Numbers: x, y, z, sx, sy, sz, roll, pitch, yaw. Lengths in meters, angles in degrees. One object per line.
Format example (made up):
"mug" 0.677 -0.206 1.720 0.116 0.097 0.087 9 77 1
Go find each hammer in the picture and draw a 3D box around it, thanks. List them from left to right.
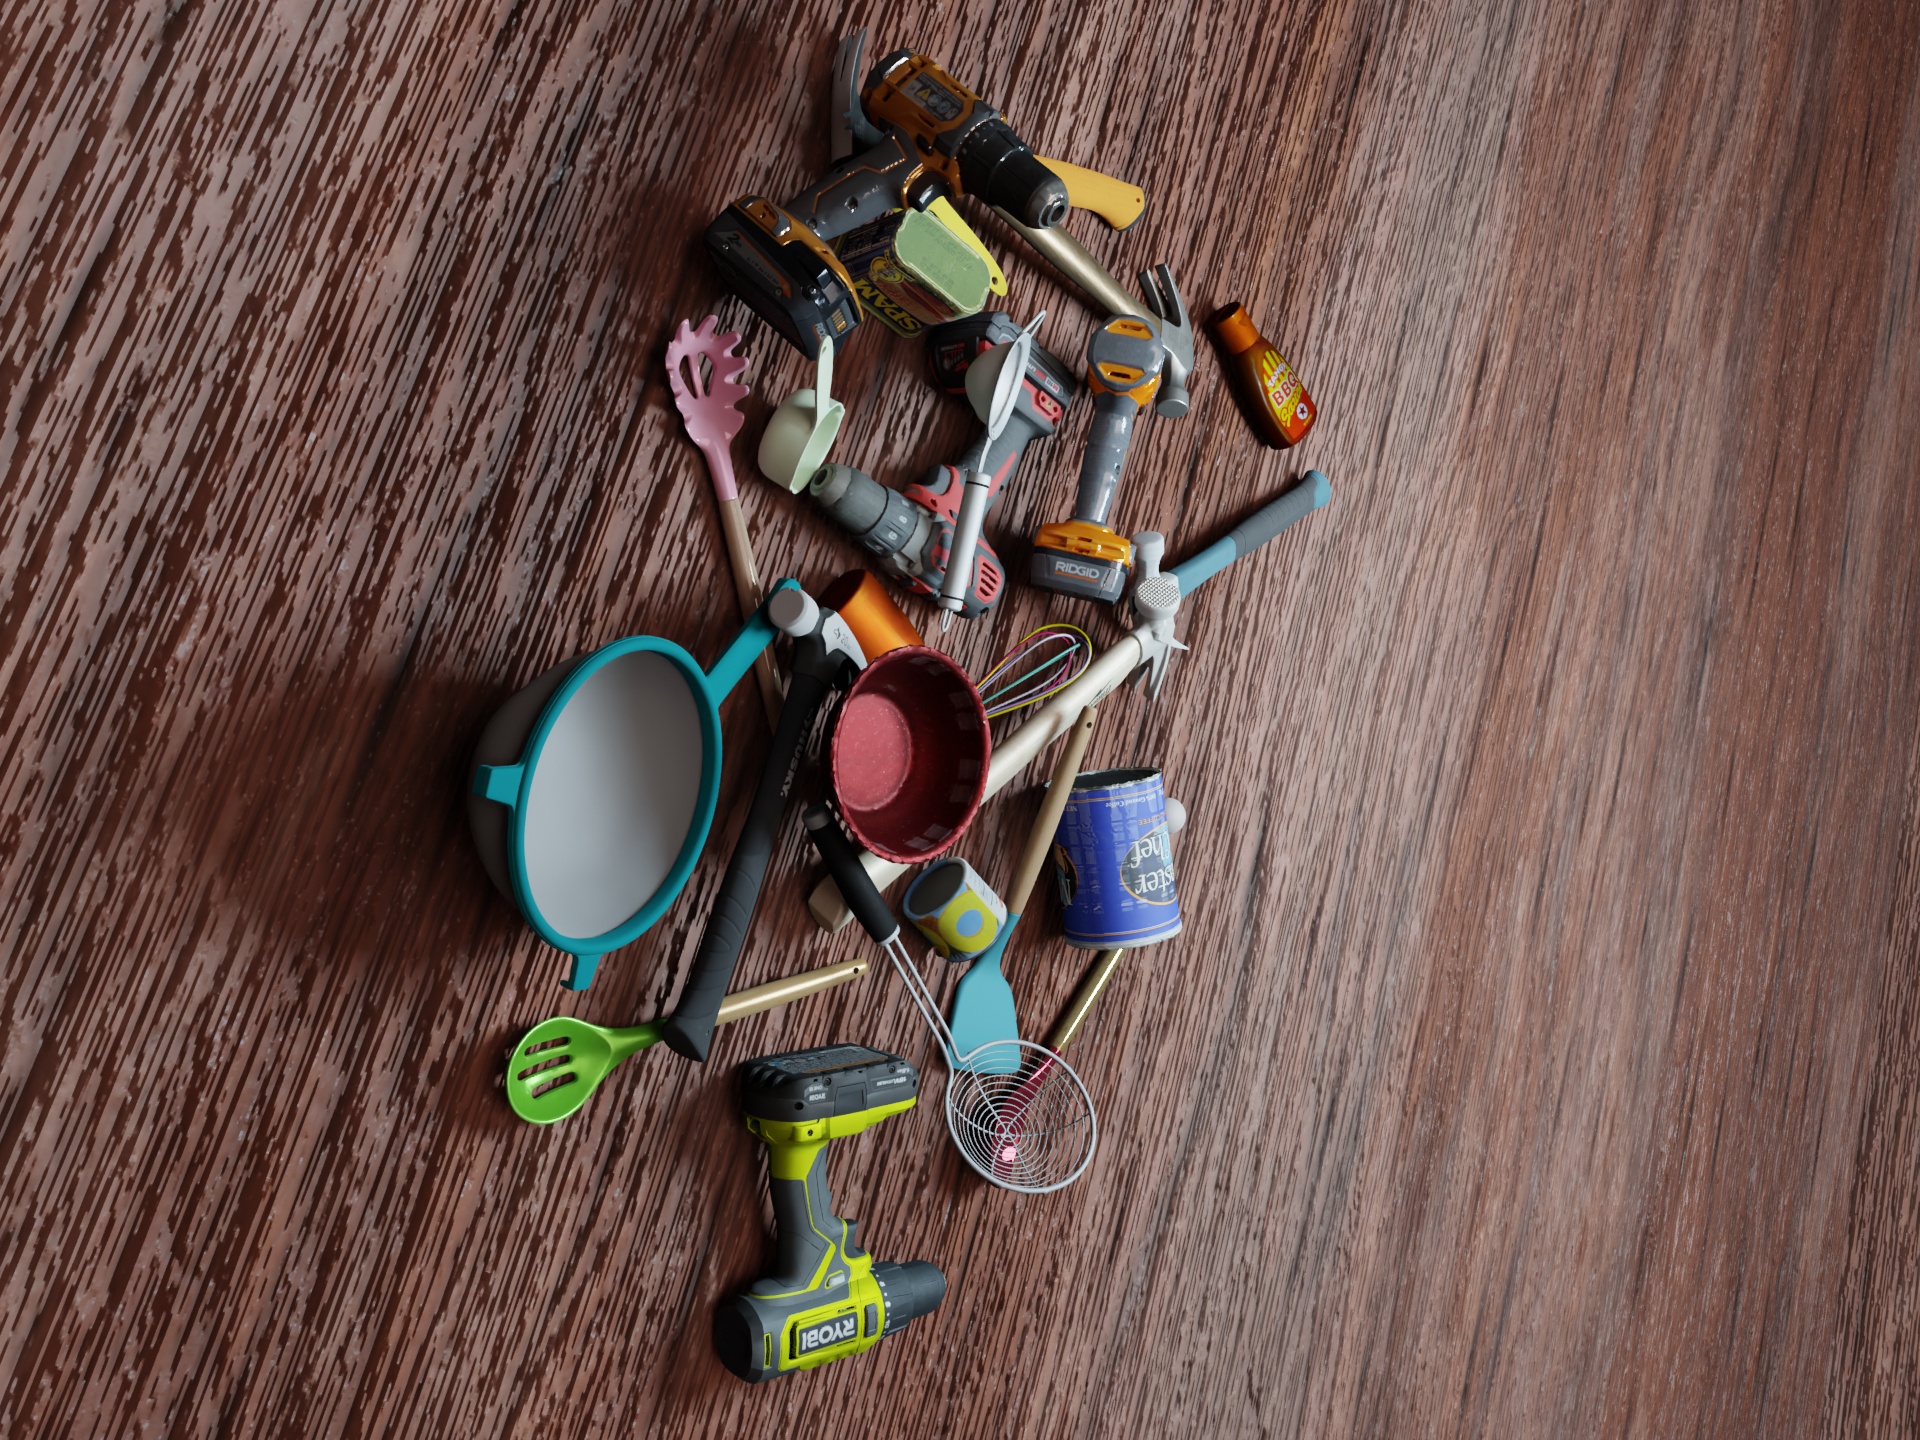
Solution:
"hammer" -0.144 0.082 1.153 0.146 0.035 0.335 45 60 -64
"hammer" 0.033 -0.478 1.351 0.336 0.034 0.127 0 90 -40
"hammer" 0.035 0.041 1.320 0.411 0.038 0.146 -40 154 -25
"hammer" 0.104 -0.394 1.374 0.331 0.031 0.130 28 59 -44
"hammer" 0.263 -0.170 1.520 0.331 0.033 0.128 -34 131 -40

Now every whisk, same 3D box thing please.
"whisk" -0.003 -0.006 1.259 0.245 0.051 0.047 -31 101 -9

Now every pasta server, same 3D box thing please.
"pasta server" -0.164 -0.137 1.178 0.060 0.040 0.316 -16 101 -24

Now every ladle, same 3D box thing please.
"ladle" 0.096 0.268 1.393 0.315 0.031 0.069 -53 146 -30

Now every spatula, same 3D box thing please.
"spatula" 0.060 0.140 1.324 0.082 0.044 0.317 14 99 -36

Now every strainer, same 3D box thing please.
"strainer" -0.227 0.001 1.087 0.340 0.095 0.210 -57 148 -41
"strainer" 0.013 -0.195 1.232 0.087 0.050 0.258 -3 106 -80

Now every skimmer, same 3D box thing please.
"skimmer" -0.008 0.209 1.215 0.127 0.090 0.363 -50 122 -40

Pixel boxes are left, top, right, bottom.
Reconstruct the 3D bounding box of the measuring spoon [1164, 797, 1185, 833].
"measuring spoon" 0.168 0.109 1.463 0.124 0.018 0.034 -32 110 -35

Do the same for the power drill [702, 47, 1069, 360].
"power drill" -0.050 -0.366 1.155 0.226 0.185 0.084 -44 160 -7

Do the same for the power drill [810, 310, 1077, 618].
"power drill" -0.014 -0.216 1.279 0.187 0.080 0.227 32 73 -37

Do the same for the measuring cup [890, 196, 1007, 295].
"measuring cup" -0.016 -0.396 1.272 0.156 0.029 0.062 45 62 -34

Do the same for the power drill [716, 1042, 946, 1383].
"power drill" -0.090 0.369 1.207 0.190 0.080 0.228 0 92 -40

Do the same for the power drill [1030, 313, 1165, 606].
"power drill" 0.122 -0.215 1.349 0.084 0.164 0.226 13 93 5

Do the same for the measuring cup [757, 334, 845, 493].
"measuring cup" -0.116 -0.231 1.151 0.038 0.167 0.083 28 64 5

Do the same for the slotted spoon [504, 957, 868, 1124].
"slotted spoon" -0.192 0.219 1.156 0.313 0.031 0.070 -12 97 -41
